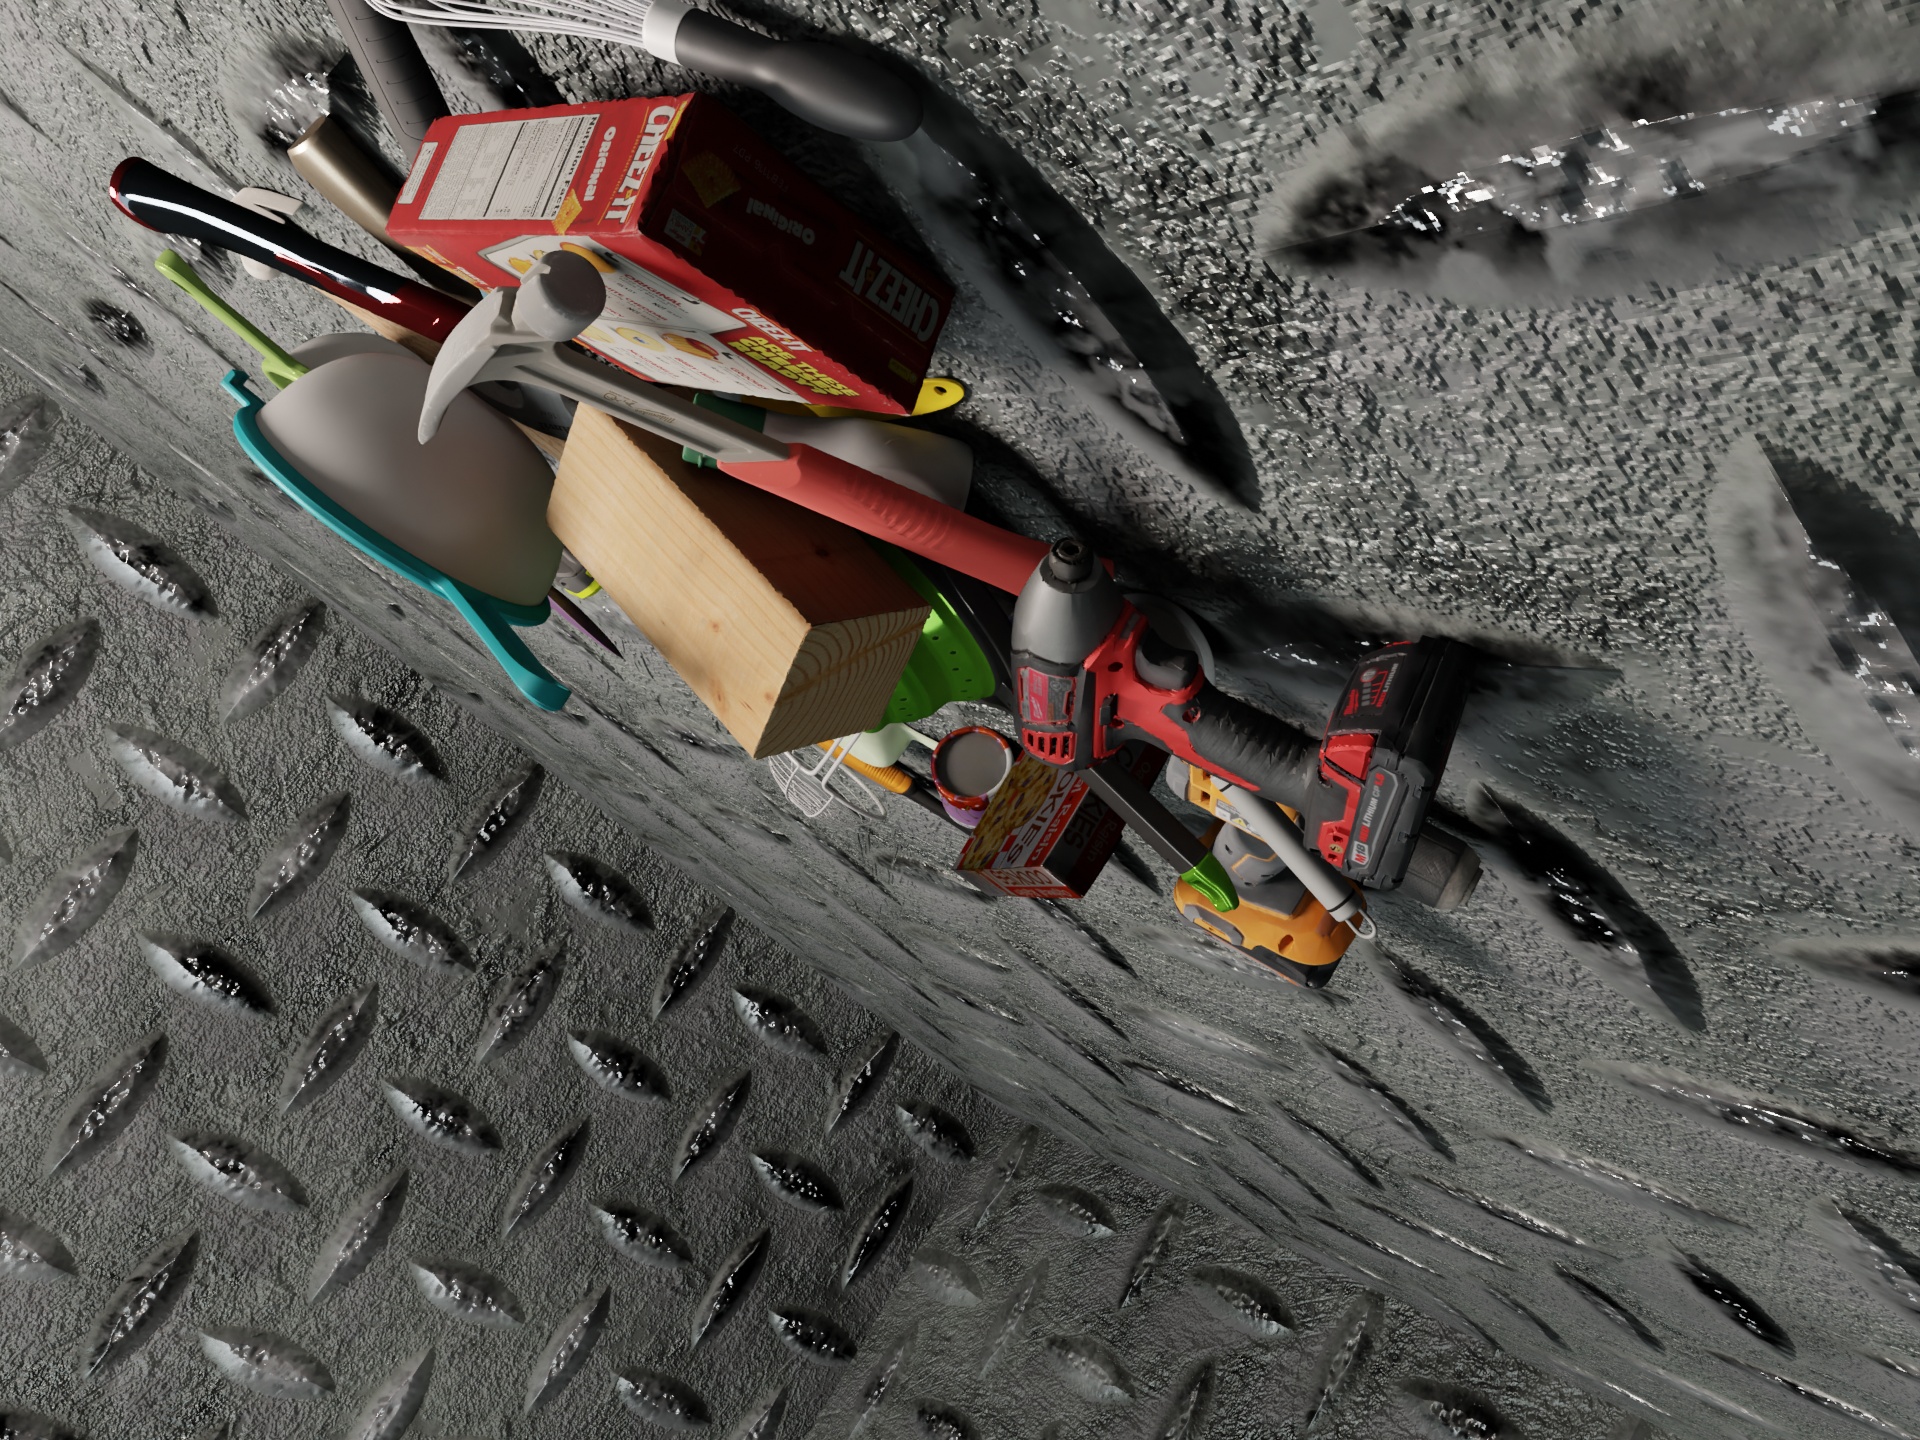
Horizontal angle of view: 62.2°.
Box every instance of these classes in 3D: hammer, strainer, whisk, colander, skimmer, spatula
[{"bbox_3d":[-0.075,0.046,1.482,0.337,0.034,0.127,32,164,5],"label":"hammer"},{"bbox_3d":[-0.260,-0.273,0.822,0.128,0.033,0.330,13,147,22],"label":"hammer"},{"bbox_3d":[-0.433,-0.255,1.094,0.152,0.069,0.256,25,168,32],"label":"strainer"},{"bbox_3d":[-0.279,-0.123,0.913,0.210,0.095,0.341,31,-172,-47],"label":"strainer"},{"bbox_3d":[-0.071,-0.112,0.773,0.358,0.037,0.149,19,155,-33],"label":"hammer"},{"bbox_3d":[-0.265,-0.228,1.055,0.146,0.038,0.410,12,153,48],"label":"hammer"},{"bbox_3d":[-0.141,-0.285,0.634,0.285,0.070,0.070,24,162,12],"label":"whisk"},{"bbox_3d":[-0.002,-0.003,0.956,0.397,0.094,0.204,44,168,4],"label":"colander"},{"bbox_3d":[-0.069,-0.011,1.240,0.127,0.090,0.363,40,146,1],"label":"skimmer"},{"bbox_3d":[-0.392,-0.275,1.165,0.331,0.031,0.130,35,164,-6],"label":"hammer"},{"bbox_3d":[-0.351,-0.126,1.223,0.060,0.018,0.315,45,178,35],"label":"spatula"},{"bbox_3d":[-0.348,-0.268,0.969,0.386,0.038,0.143,24,151,5],"label":"hammer"},{"bbox_3d":[0.143,0.024,0.880,0.258,0.050,0.087,48,128,0],"label":"strainer"}]

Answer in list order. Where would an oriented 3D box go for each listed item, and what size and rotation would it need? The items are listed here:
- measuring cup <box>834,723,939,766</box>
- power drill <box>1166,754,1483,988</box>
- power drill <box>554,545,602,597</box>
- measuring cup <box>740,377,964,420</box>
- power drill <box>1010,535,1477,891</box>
[{"bbox_3d":[-0.048,0.027,1.367,0.168,0.038,0.083,26,162,31],"label":"measuring cup"},{"bbox_3d":[0.218,0.090,0.987,0.185,0.084,0.226,27,158,20],"label":"power drill"},{"bbox_3d":[-0.231,-0.084,1.281,0.223,0.080,0.171,42,176,-25],"label":"power drill"},{"bbox_3d":[-0.054,-0.175,0.845,0.156,0.029,0.062,0,149,42],"label":"measuring cup"},{"bbox_3d":[0.127,-0.011,0.778,0.220,0.079,0.143,19,144,18],"label":"power drill"}]
